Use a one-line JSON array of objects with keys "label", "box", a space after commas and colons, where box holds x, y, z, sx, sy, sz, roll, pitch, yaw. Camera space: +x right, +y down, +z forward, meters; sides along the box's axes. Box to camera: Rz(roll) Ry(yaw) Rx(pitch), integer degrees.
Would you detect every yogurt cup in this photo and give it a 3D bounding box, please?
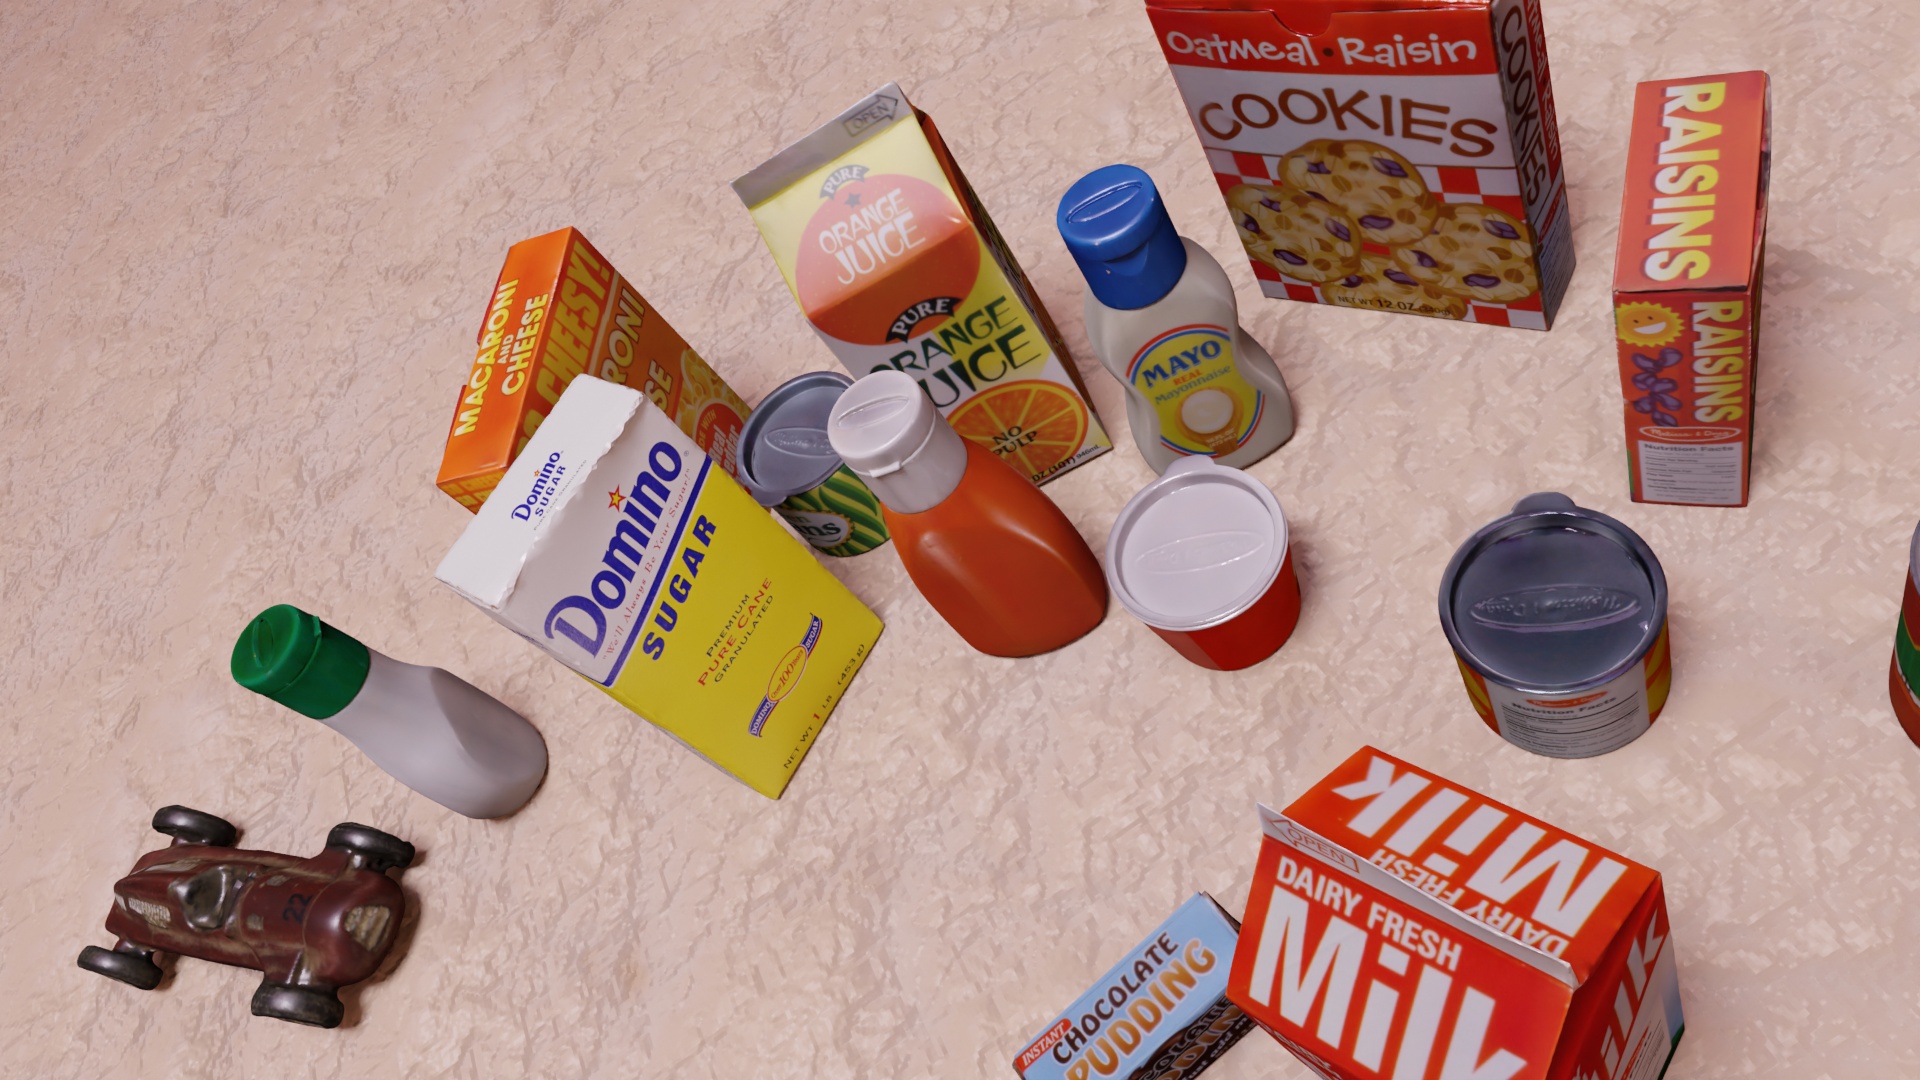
[{"label": "yogurt cup", "box": [0.095, 0.013, 0.521, 0.072, 0.053, 0.073, -14, 55, 21]}]

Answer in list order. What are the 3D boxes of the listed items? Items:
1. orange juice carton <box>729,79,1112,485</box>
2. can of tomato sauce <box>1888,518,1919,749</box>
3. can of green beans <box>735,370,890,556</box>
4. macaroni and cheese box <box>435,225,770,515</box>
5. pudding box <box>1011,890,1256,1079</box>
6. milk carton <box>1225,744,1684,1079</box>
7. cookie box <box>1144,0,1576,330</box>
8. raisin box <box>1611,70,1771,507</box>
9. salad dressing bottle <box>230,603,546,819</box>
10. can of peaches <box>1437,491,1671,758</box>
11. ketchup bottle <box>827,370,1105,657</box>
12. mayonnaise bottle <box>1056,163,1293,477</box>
[{"label": "orange juice carton", "box": [-0.012, -0.097, 0.560, 0.072, 0.192, 0.073, -27, 51, 11]}, {"label": "can of tomato sauce", "box": [0.297, 0.027, 0.382, 0.071, 0.083, 0.071, -14, 55, 21]}, {"label": "can of green beans", "box": [-0.059, -0.034, 0.633, 0.071, 0.057, 0.071, -14, 55, 21]}, {"label": "macaroni and cheese box", "box": [-0.145, -0.035, 0.610, 0.040, 0.166, 0.124, -11, 56, 23]}, {"label": "pudding box", "box": [0.063, 0.156, 0.448, 0.084, 0.049, 0.030, -41, 50, -1]}, {"label": "milk carton", "box": [0.128, 0.114, 0.348, 0.072, 0.190, 0.073, 23, 73, 37]}, {"label": "cookie box", "box": [0.154, -0.149, 0.519, 0.123, 0.167, 0.040, 15, 69, 35]}, {"label": "raisin box", "box": [0.240, -0.077, 0.454, 0.040, 0.123, 0.086, 4, 63, 31]}, {"label": "salad dressing bottle", "box": [-0.244, 0.075, 0.605, 0.044, 0.147, 0.064, -36, 50, 4]}, {"label": "can of peaches", "box": [0.195, 0.029, 0.453, 0.071, 0.058, 0.071, -14, 55, 21]}, {"label": "ketchup bottle", "box": [0.002, -0.007, 0.522, 0.064, 0.148, 0.044, -17, 54, 19]}, {"label": "mayonnaise bottle", "box": [0.079, -0.078, 0.527, 0.064, 0.147, 0.041, -24, 52, 14]}]
